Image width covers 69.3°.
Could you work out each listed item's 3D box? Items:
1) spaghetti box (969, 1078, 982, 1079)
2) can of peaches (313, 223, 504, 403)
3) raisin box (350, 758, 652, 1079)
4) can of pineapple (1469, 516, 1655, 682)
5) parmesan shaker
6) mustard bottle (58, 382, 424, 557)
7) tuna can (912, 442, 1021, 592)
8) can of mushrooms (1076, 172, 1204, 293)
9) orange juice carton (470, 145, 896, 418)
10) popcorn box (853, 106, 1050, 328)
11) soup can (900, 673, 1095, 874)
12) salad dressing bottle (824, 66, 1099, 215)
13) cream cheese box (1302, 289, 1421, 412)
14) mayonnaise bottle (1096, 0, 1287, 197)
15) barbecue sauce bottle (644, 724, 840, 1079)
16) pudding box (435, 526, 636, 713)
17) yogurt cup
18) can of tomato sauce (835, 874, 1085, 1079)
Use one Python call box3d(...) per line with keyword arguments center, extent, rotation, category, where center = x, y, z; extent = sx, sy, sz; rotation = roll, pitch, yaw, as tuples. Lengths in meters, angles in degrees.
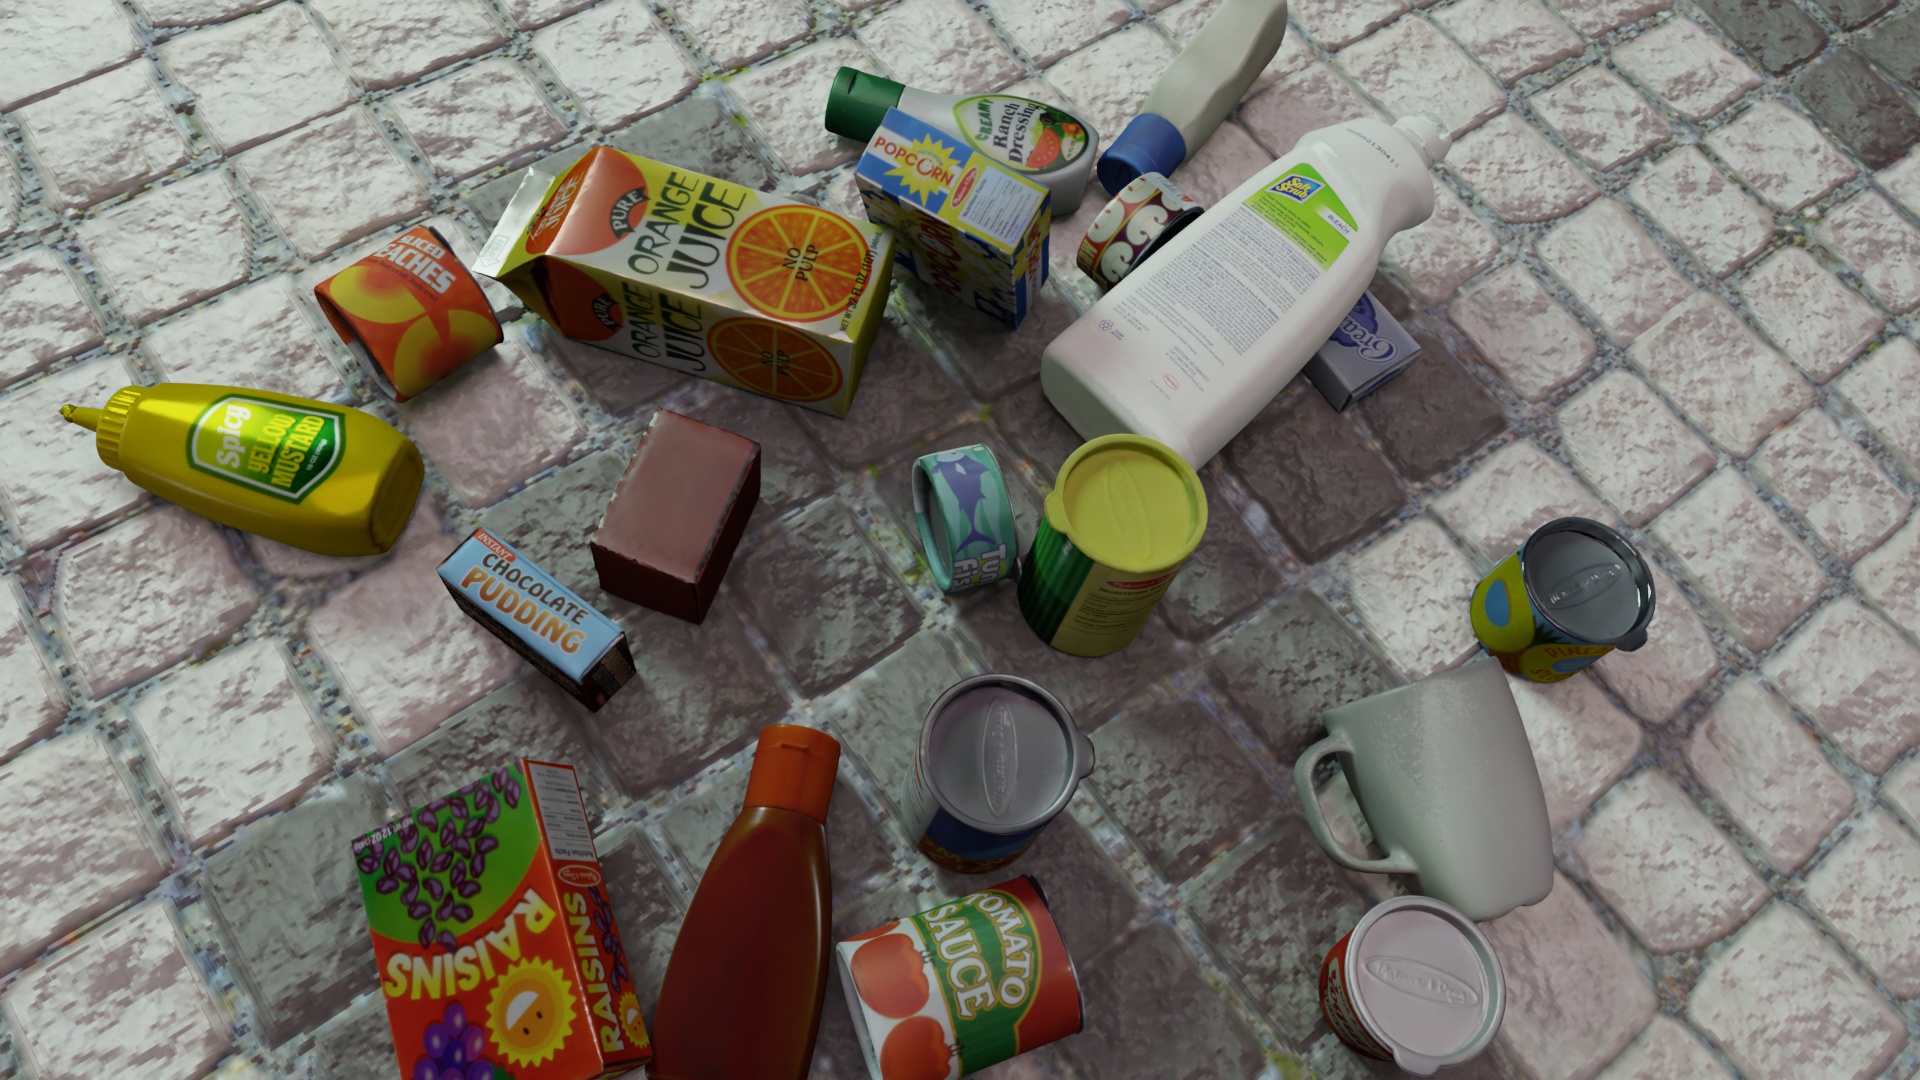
box3d(center=(0.109, 0.284, 0.547), extent=(0.250, 0.028, 0.050), rotation=(22, 64, 3), category="spaghetti box")
box3d(center=(-0.261, -0.108, 0.657), extent=(0.058, 0.071, 0.071), rotation=(-39, 76, -21), category="can of peaches")
box3d(center=(-0.180, 0.160, 0.542), extent=(0.086, 0.040, 0.124), rotation=(-26, 68, 9), category="raisin box")
box3d(center=(0.292, 0.032, 0.677), extent=(0.071, 0.057, 0.071), rotation=(3, 65, -6), category="can of pineapple")
box3d(center=(0.063, 0.005, 0.632), extent=(0.071, 0.102, 0.071), rotation=(3, 64, -7), category="parmesan shaker")
box3d(center=(-0.330, -0.039, 0.625), extent=(0.160, 0.048, 0.065), rotation=(13, 62, -2), category="mustard bottle")
box3d(center=(0.002, -0.008, 0.650), extent=(0.033, 0.070, 0.071), rotation=(-13, 68, -13), category="tuna can")
box3d(center=(0.093, -0.158, 0.736), extent=(0.071, 0.070, 0.033), rotation=(-40, 77, -23), category="can of mushrooms")
box3d(center=(-0.135, -0.132, 0.685), extent=(0.193, 0.072, 0.072), rotation=(16, 64, 0), category="orange juice carton")
box3d(center=(-0.001, -0.154, 0.685), extent=(0.085, 0.126, 0.038), rotation=(30, 85, 6), category="popcorn box")
box3d(center=(0.013, 0.101, 0.589), extent=(0.071, 0.083, 0.071), rotation=(3, 65, -7), category="soup can")
box3d(center=(0.000, -0.222, 0.764), extent=(0.148, 0.043, 0.064), rotation=(16, 65, 0), category="salad dressing bottle")
box3d(center=(0.196, -0.124, 0.756), extent=(0.053, 0.024, 0.104), rotation=(-30, 72, -18), category="cream cheese box")
box3d(center=(0.132, -0.252, 0.789), extent=(0.041, 0.064, 0.148), rotation=(34, 68, 12), category="mayonnaise bottle")
box3d(center=(-0.081, 0.151, 0.574), extent=(0.065, 0.043, 0.149), rotation=(9, 63, 2), category="barbecue sauce bottle")
box3d(center=(-0.185, 0.035, 0.611), extent=(0.084, 0.049, 0.030), rotation=(35, 67, 9), category="pudding box")
box3d(center=(0.187, 0.190, 0.589), extent=(0.072, 0.053, 0.072), rotation=(3, 64, -7), category="yogurt cup")
box3d(center=(-0.001, 0.179, 0.558), extent=(0.083, 0.071, 0.071), rotation=(-16, 68, -15), category="can of tomato sauce")
